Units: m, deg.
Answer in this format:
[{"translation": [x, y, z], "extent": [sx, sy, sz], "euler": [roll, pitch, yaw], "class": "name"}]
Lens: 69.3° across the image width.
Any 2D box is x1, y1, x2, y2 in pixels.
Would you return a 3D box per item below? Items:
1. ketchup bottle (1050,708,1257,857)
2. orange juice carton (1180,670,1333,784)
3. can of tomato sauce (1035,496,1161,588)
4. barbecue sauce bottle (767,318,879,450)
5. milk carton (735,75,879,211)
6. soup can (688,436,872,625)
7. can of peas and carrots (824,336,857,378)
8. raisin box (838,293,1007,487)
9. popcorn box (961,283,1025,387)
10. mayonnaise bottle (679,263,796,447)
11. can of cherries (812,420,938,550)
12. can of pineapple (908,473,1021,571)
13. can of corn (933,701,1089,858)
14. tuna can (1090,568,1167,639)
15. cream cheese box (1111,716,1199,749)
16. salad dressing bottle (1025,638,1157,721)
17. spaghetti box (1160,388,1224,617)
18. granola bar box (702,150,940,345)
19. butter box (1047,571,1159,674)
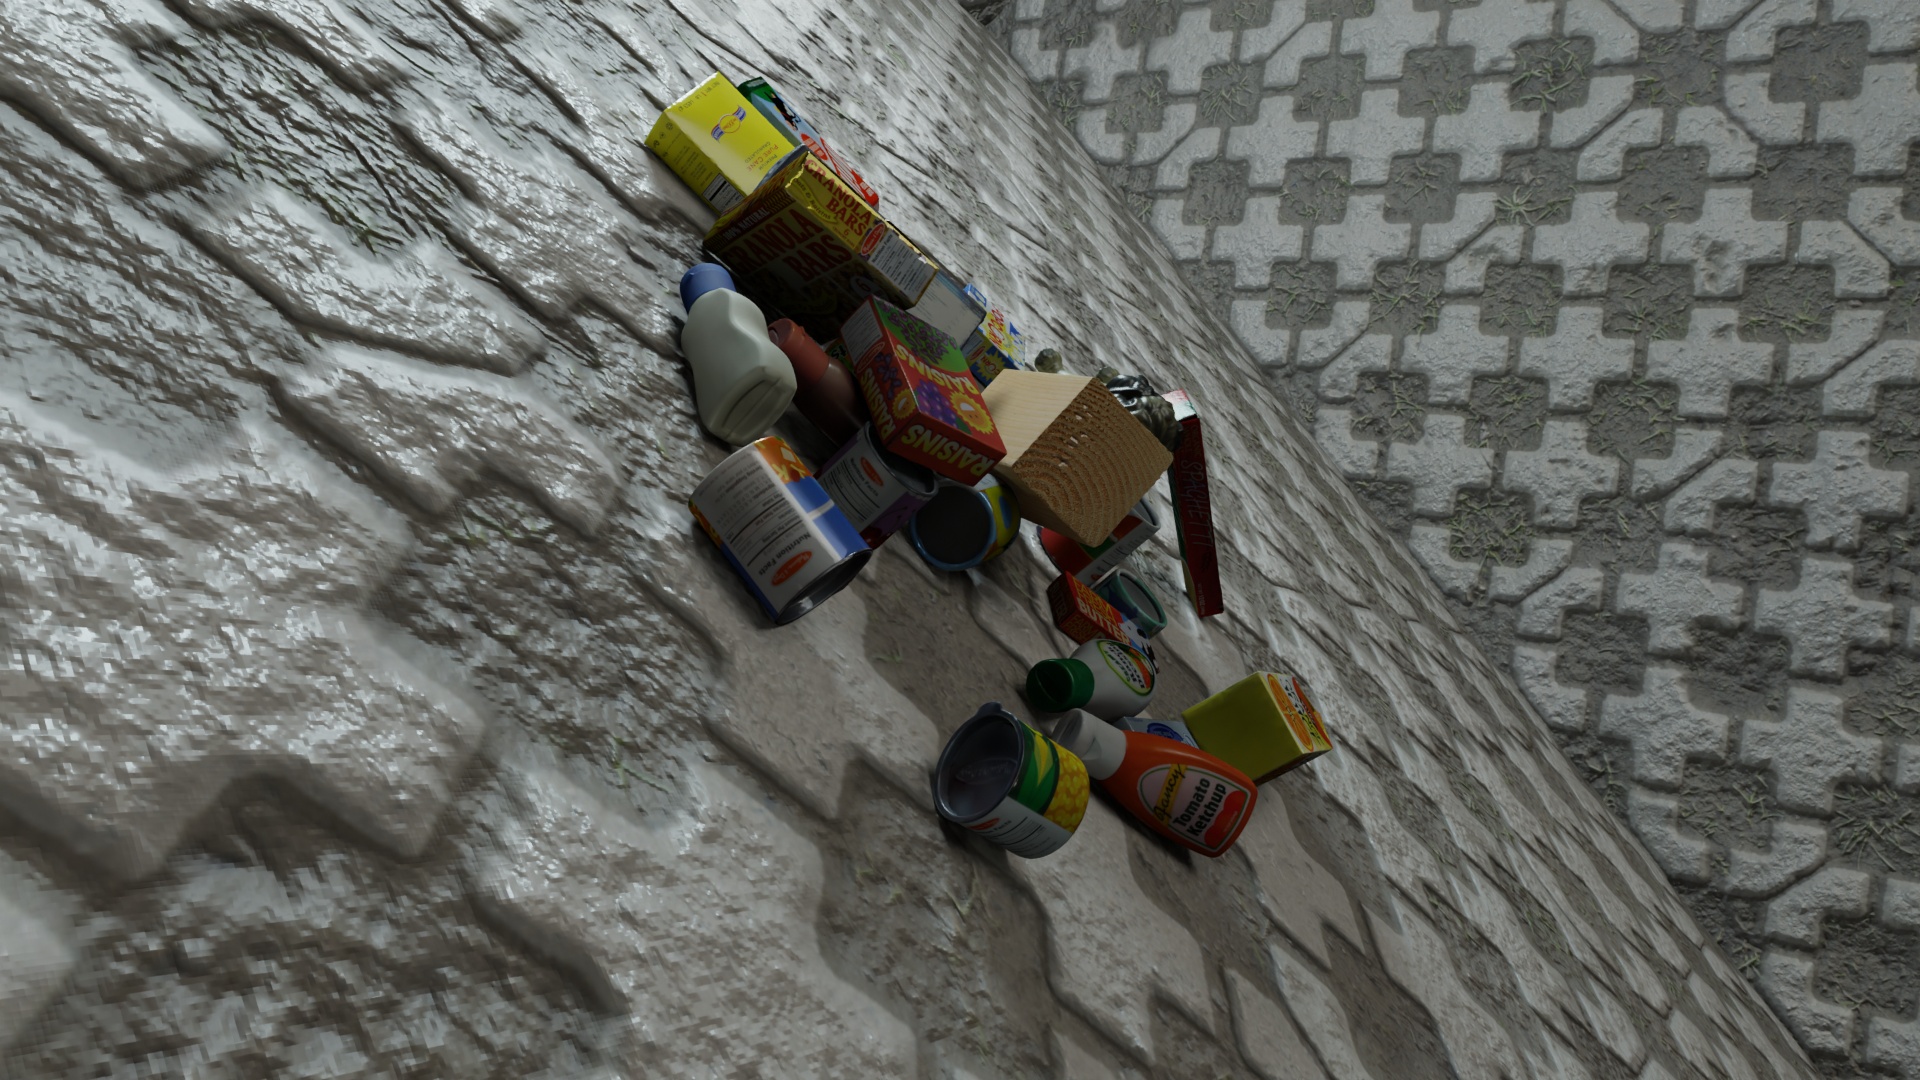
[{"translation": [0.129, 0.160, 0.941], "extent": [0.149, 0.064, 0.043], "euler": [29, 3, -22], "class": "ketchup bottle"}, {"translation": [0.251, 0.158, 1.145], "extent": [0.073, 0.071, 0.192], "euler": [63, 17, 17], "class": "orange juice carton"}, {"translation": [0.119, -0.011, 1.193], "extent": [0.071, 0.083, 0.071], "euler": [41, 21, -20], "class": "can of tomato sauce"}, {"translation": [-0.082, -0.091, 0.952], "extent": [0.148, 0.043, 0.065], "euler": [45, 14, -38], "class": "barbecue sauce bottle"}, {"translation": [-0.140, -0.314, 1.233], "extent": [0.190, 0.073, 0.072], "euler": [44, 20, -12], "class": "milk carton"}, {"translation": [-0.099, -0.006, 0.767], "extent": [0.084, 0.071, 0.071], "euler": [51, 20, 9], "class": "soup can"}, {"translation": [-0.066, -0.117, 1.029], "extent": [0.071, 0.070, 0.059], "euler": [23, 31, -50], "class": "can of peas and carrots"}, {"translation": [-0.027, -0.101, 0.944], "extent": [0.086, 0.040, 0.124], "euler": [23, 33, -42], "class": "raisin box"}, {"translation": [0.024, -0.207, 1.421], "extent": [0.085, 0.038, 0.127], "euler": [43, 21, -16], "class": "popcorn box"}, {"translation": [-0.149, -0.126, 0.892], "extent": [0.041, 0.064, 0.149], "euler": [29, 24, -40], "class": "mayonnaise bottle"}, {"translation": [-0.057, -0.036, 0.918], "extent": [0.071, 0.058, 0.072], "euler": [40, 21, -19], "class": "can of cherries"}, {"translation": [0.004, -0.012, 0.988], "extent": [0.071, 0.071, 0.058], "euler": [51, 21, 7], "class": "can of pineapple"}, {"translation": [0.029, 0.133, 0.769], "extent": [0.058, 0.071, 0.071], "euler": [36, 23, -33], "class": "can of corn"}, {"translation": [0.146, 0.060, 1.191], "extent": [0.071, 0.032, 0.071], "euler": [41, 21, -19], "class": "tuna can"}, {"translation": [0.148, 0.160, 1.028], "extent": [0.104, 0.024, 0.053], "euler": [15, 39, -56], "class": "cream cheese box"}, {"translation": [0.094, 0.101, 0.995], "extent": [0.064, 0.044, 0.148], "euler": [54, 21, 19], "class": "salad dressing bottle"}, {"translation": [0.223, -0.031, 1.339], "extent": [0.050, 0.029, 0.248], "euler": [-106, 180, -51], "class": "spaghetti box"}, {"translation": [-0.105, -0.209, 1.017], "extent": [0.124, 0.039, 0.165], "euler": [39, -20, -22], "class": "granola bar box"}, {"translation": [0.115, 0.071, 1.120], "extent": [0.103, 0.024, 0.053], "euler": [37, 22, -29], "class": "butter box"}]
